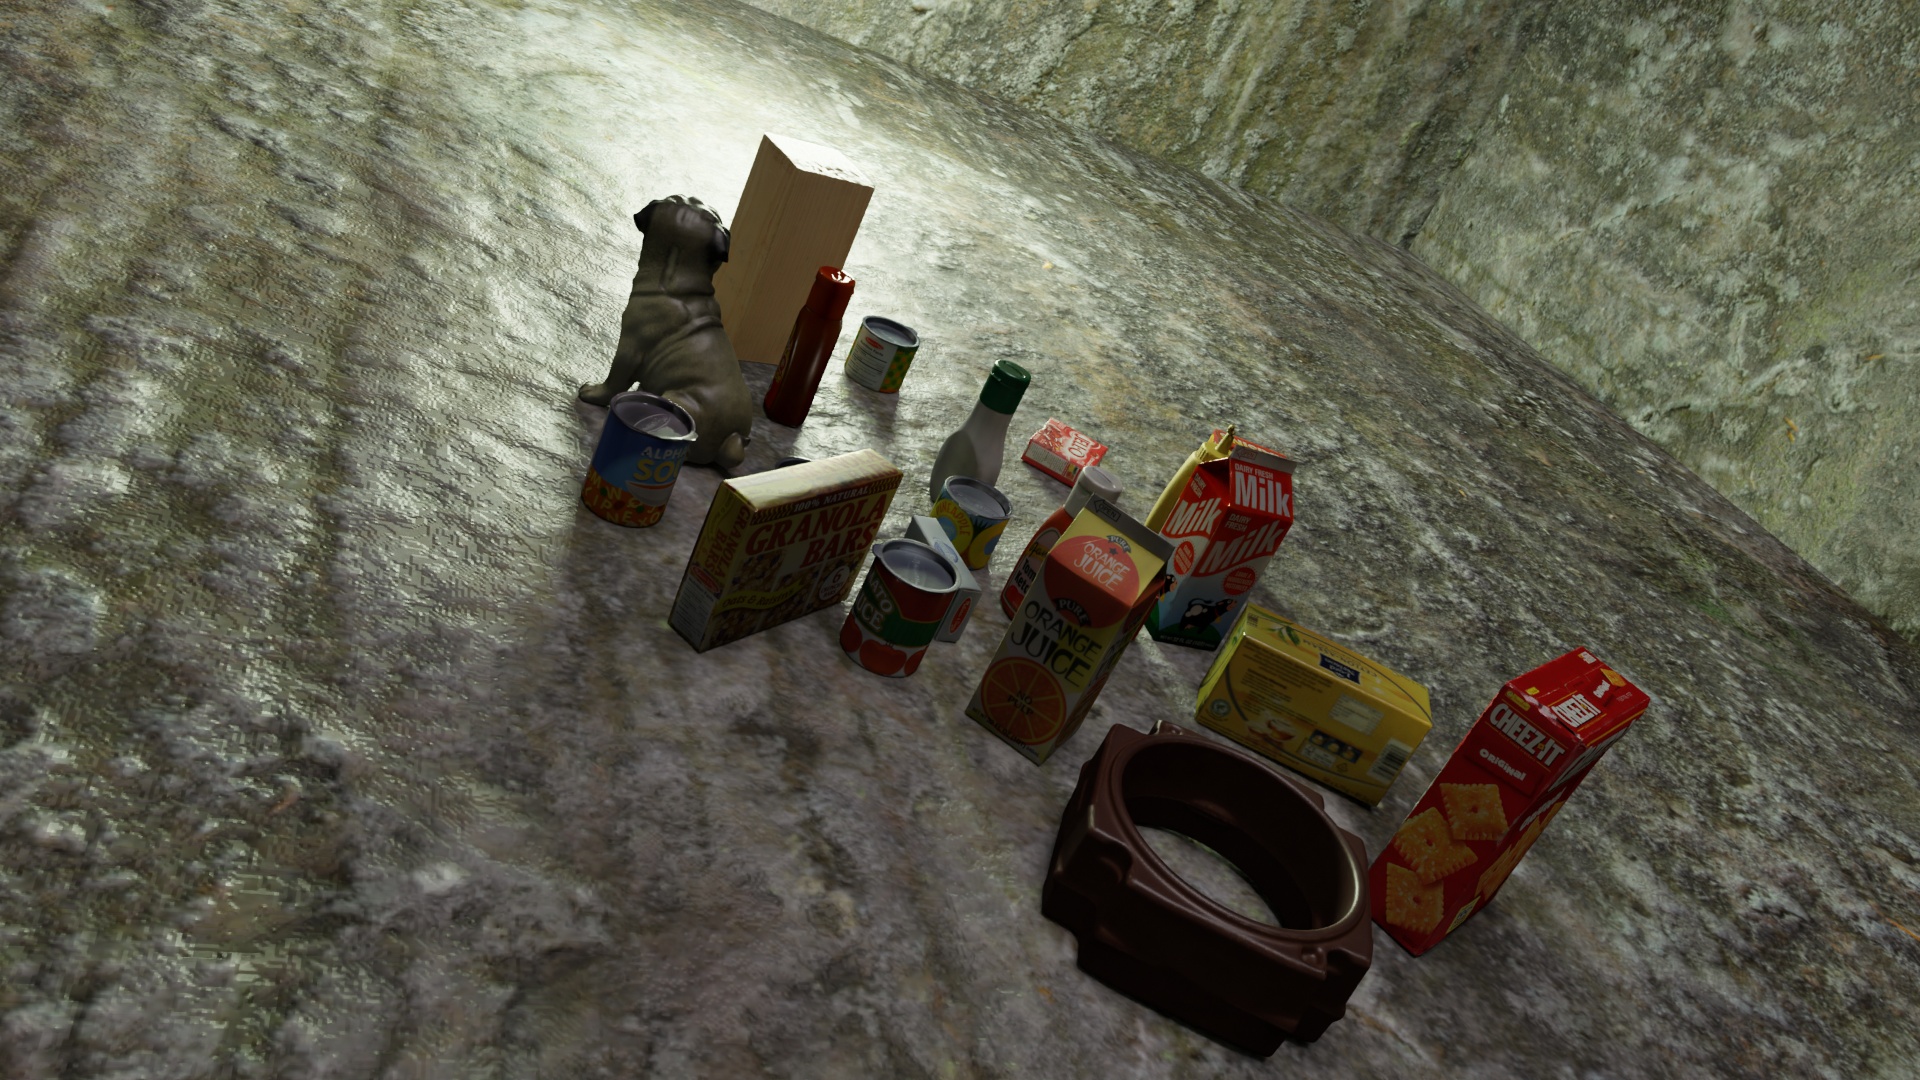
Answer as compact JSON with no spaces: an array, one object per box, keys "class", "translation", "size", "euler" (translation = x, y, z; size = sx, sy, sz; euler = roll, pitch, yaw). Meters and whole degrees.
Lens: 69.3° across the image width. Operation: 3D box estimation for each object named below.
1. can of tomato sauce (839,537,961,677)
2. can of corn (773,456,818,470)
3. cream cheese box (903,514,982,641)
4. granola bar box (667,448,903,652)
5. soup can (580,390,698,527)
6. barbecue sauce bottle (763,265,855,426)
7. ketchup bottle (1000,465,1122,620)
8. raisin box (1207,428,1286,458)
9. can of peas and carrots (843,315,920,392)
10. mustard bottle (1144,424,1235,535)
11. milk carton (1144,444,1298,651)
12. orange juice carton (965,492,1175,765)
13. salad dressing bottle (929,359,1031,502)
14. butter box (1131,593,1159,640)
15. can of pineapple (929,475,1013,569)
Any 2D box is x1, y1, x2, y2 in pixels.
[{"class":"can of tomato sauce","translation":[-0.047,0.050,1.037],"size":[0.071,0.082,0.071],"euler":[21,27,-11]},{"class":"can of corn","translation":[-0.129,-0.027,1.130],"size":[0.071,0.058,0.071],"euler":[21,27,-11]},{"class":"cream cheese box","translation":[-0.021,0.030,1.128],"size":[0.024,0.053,0.104],"euler":[8,32,-32]},{"class":"granola bar box","translation":[-0.125,0.003,1.007],"size":[0.039,0.123,0.166],"euler":[38,29,22]},{"class":"soup can","translation":[-0.244,-0.060,1.061],"size":[0.071,0.083,0.072],"euler":[21,27,-11]},{"class":"barbecue sauce bottle","translation":[-0.140,-0.183,1.297],"size":[0.044,0.147,0.065],"euler":[19,27,-13]},{"class":"ketchup bottle","translation":[0.087,0.008,1.156],"size":[0.043,0.148,0.065],"euler":[-1,37,-42]},{"class":"raisin box","translation":[0.275,-0.044,1.440],"size":[0.086,0.122,0.040],"euler":[21,27,-11]},{"class":"can of peas and carrots","translation":[-0.082,-0.198,1.474],"size":[0.071,0.058,0.071],"euler":[21,27,-11]},{"class":"mustard bottle","translation":[0.235,-0.046,1.366],"size":[0.065,0.159,0.049],"euler":[31,27,10]},{"class":"milk carton","translation":[0.231,0.000,1.248],"size":[0.072,0.189,0.074],"euler":[13,30,-25]},{"class":"orange juice carton","translation":[0.084,0.061,1.010],"size":[0.072,0.191,0.073],"euler":[34,28,15]},{"class":"salad dressing bottle","translation":[0.019,-0.095,1.281],"size":[0.044,0.147,0.064],"euler":[-4,40,-46]},{"class":"butter box","translation":[0.118,0.045,1.221],"size":[0.103,0.053,0.024],"euler":[22,27,-8]},{"class":"can of pineapple","translation":[0.004,-0.015,1.226],"size":[0.071,0.057,0.071],"euler":[21,27,-11]}]
